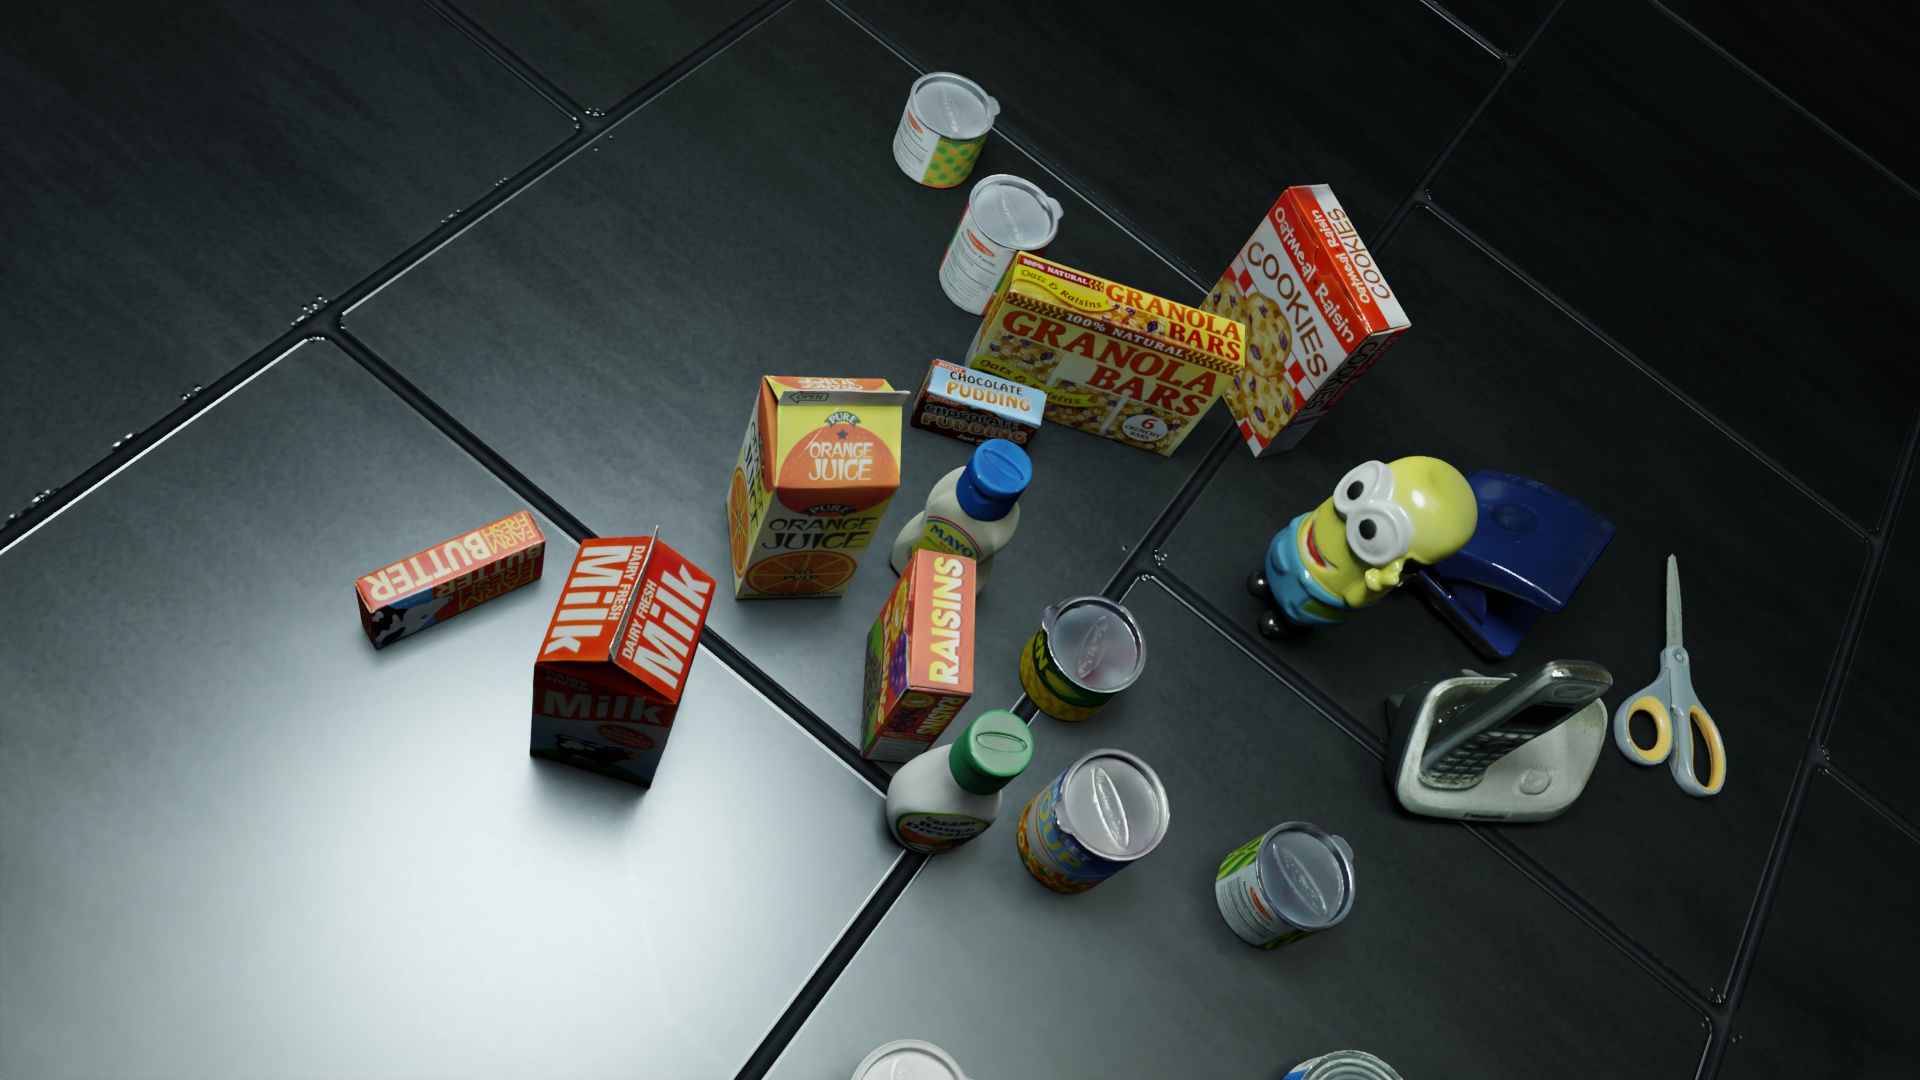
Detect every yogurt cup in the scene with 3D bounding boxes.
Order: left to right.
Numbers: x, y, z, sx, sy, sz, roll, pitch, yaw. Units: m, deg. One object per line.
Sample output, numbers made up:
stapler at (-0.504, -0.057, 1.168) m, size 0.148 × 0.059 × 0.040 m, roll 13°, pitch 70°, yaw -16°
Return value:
yogurt cup at (-0.033, 0.302, 0.732) m, size 0.072 × 0.053 × 0.073 m, roll 8°, pitch 61°, yaw -15°

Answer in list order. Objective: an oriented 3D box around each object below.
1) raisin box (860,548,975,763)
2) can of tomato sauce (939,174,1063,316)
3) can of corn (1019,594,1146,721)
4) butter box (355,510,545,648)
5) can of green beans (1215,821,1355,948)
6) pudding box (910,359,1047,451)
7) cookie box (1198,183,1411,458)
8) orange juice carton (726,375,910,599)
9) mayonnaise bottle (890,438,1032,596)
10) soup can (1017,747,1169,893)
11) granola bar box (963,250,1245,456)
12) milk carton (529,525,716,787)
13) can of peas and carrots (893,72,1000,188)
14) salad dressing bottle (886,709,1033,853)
raisin box at (-0.026, 0.071, 0.817) m, size 0.040 × 0.122 × 0.086 m, roll 10°, pitch 61°, yaw -13°
can of tomato sauce at (0.028, -0.214, 1.011) m, size 0.071 × 0.082 × 0.071 m, roll 8°, pitch 61°, yaw -15°
can of corn at (0.075, 0.074, 0.887) m, size 0.071 × 0.058 × 0.071 m, roll 8°, pitch 61°, yaw -15°
butter box at (-0.291, 0.022, 0.796) m, size 0.104 × 0.053 × 0.024 m, roll -27°, pitch 74°, yaw -28°
can of green beans at (0.199, 0.213, 0.855) m, size 0.071 × 0.057 × 0.071 m, roll 8°, pitch 61°, yaw -15°
pudding box at (0.013, -0.091, 0.960) m, size 0.084 × 0.049 × 0.030 m, roll 16°, pitch 59°, yaw -10°
cookie box at (0.236, -0.154, 0.999) m, size 0.040 × 0.166 × 0.123 m, roll -15°, pitch 69°, yaw -25°
orange juice carton at (-0.086, -0.037, 0.814) m, size 0.072 × 0.191 × 0.073 m, roll -1°, pitch 64°, yaw -19°
mayonnaise bottle at (0.003, -0.011, 0.856) m, size 0.065 × 0.147 × 0.041 m, roll 36°, pitch 58°, yaw 2°
soup can at (0.074, 0.168, 0.822) m, size 0.071 × 0.083 × 0.071 m, roll 8°, pitch 61°, yaw -15°
granola bar box at (0.095, -0.126, 0.962) m, size 0.166 × 0.123 × 0.039 m, roll 16°, pitch 60°, yaw -10°
milk carton at (-0.179, 0.062, 0.731) m, size 0.073 × 0.189 × 0.073 m, roll 18°, pitch 59°, yaw -9°
can of peas and carrots at (-0.011, -0.314, 1.065) m, size 0.071 × 0.058 × 0.071 m, roll 8°, pitch 61°, yaw -15°
salad dressing bottle at (0.000, 0.136, 0.777) m, size 0.064 × 0.147 × 0.044 m, roll 11°, pitch 60°, yaw -13°
